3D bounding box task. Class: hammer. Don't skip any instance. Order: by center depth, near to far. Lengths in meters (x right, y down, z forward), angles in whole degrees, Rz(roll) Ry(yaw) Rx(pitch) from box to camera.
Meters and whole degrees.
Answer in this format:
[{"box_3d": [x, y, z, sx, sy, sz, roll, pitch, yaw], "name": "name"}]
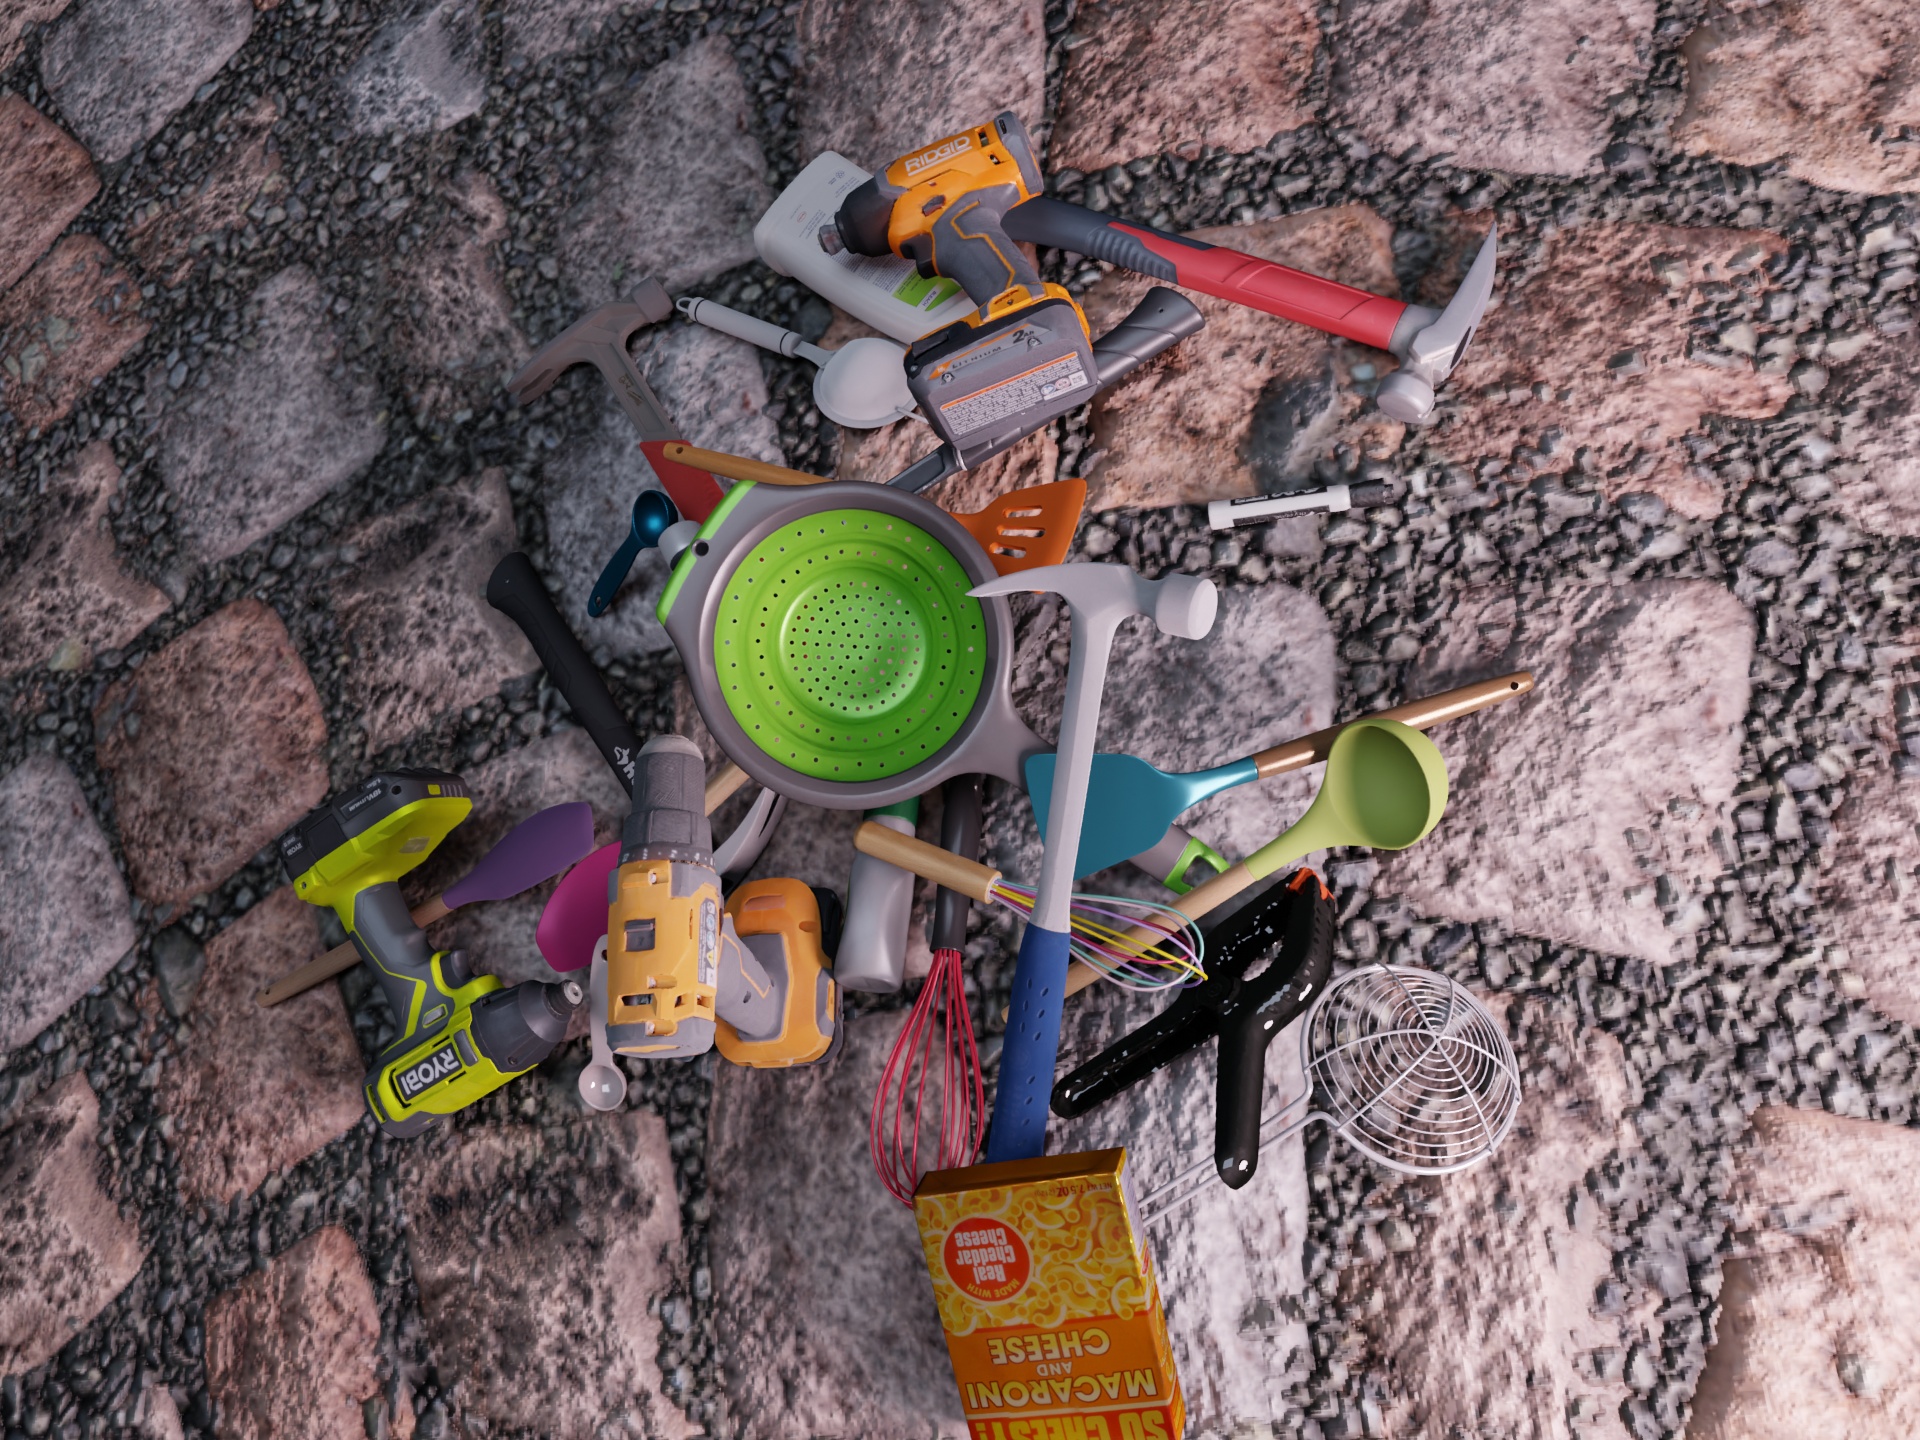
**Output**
[{"box_3d": [0.049, 0.107, 0.927, 0.144, 0.035, 0.405, 13, 101, 29], "name": "hammer"}, {"box_3d": [-0.012, -0.174, 1.102, 0.409, 0.036, 0.149, -32, 66, 5], "name": "hammer"}, {"box_3d": [0.177, -0.334, 1.127, 0.386, 0.038, 0.143, 25, 81, 24], "name": "hammer"}, {"box_3d": [-0.257, -0.002, 1.168, 0.146, 0.035, 0.335, -39, 65, 4], "name": "hammer"}, {"box_3d": [-0.216, -0.179, 1.209, 0.149, 0.036, 0.359, -36, 65, 5], "name": "hammer"}]

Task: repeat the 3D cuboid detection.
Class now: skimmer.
[{"box_3d": [0.156, 0.272, 0.946, 0.363, 0.090, 0.127, -37, 60, 16], "name": "skimmer"}]

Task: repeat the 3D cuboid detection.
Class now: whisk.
[{"box_3d": [0.039, 0.108, 0.975, 0.245, 0.047, 0.051, 20, 106, 24], "name": "whisk"}, {"box_3d": [-0.011, 0.168, 1.020, 0.073, 0.073, 0.296, -1, 68, 18], "name": "whisk"}]

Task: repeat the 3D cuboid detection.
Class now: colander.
[{"box_3d": [-0.002, -0.003, 1.030, 0.397, 0.094, 0.204, 33, 91, -3], "name": "colander"}]

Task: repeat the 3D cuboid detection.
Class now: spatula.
[{"box_3d": [0.200, 0.019, 0.978, 0.317, 0.044, 0.082, -17, 94, -6], "name": "spatula"}, {"box_3d": [-0.068, -0.153, 1.072, 0.323, 0.041, 0.081, 17, 79, 21], "name": "spatula"}, {"box_3d": [-0.393, 0.140, 1.160, 0.316, 0.018, 0.060, -28, 52, 15], "name": "spatula"}]

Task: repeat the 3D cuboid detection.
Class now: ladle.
[{"box_3d": [0.150, 0.104, 0.964, 0.320, 0.062, 0.078, -35, 70, 17], "name": "ladle"}]

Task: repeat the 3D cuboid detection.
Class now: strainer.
[{"box_3d": [-0.123, -0.284, 1.211, 0.259, 0.050, 0.087, 26, 67, 27], "name": "strainer"}]

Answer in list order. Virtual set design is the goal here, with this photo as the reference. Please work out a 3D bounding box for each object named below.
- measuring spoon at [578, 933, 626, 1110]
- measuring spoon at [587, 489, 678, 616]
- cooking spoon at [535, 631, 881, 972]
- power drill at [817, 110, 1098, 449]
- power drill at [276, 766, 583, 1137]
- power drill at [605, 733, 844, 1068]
[{"box_3d": [-0.240, 0.204, 1.084, 0.034, 0.018, 0.124, 6, 99, 14], "name": "measuring spoon"}, {"box_3d": [-0.244, -0.121, 1.188, 0.128, 0.021, 0.042, -48, 65, 35], "name": "measuring spoon"}, {"box_3d": [-0.172, 0.054, 1.091, 0.319, 0.017, 0.069, -44, 60, 3], "name": "cooking spoon"}, {"box_3d": [-0.006, -0.300, 1.085, 0.164, 0.084, 0.227, -20, 61, 10], "name": "power drill"}, {"box_3d": [-0.364, 0.151, 1.097, 0.171, 0.080, 0.223, -32, 78, 16], "name": "power drill"}, {"box_3d": [-0.146, 0.122, 0.985, 0.084, 0.226, 0.185, -7, 71, 16], "name": "power drill"}]
